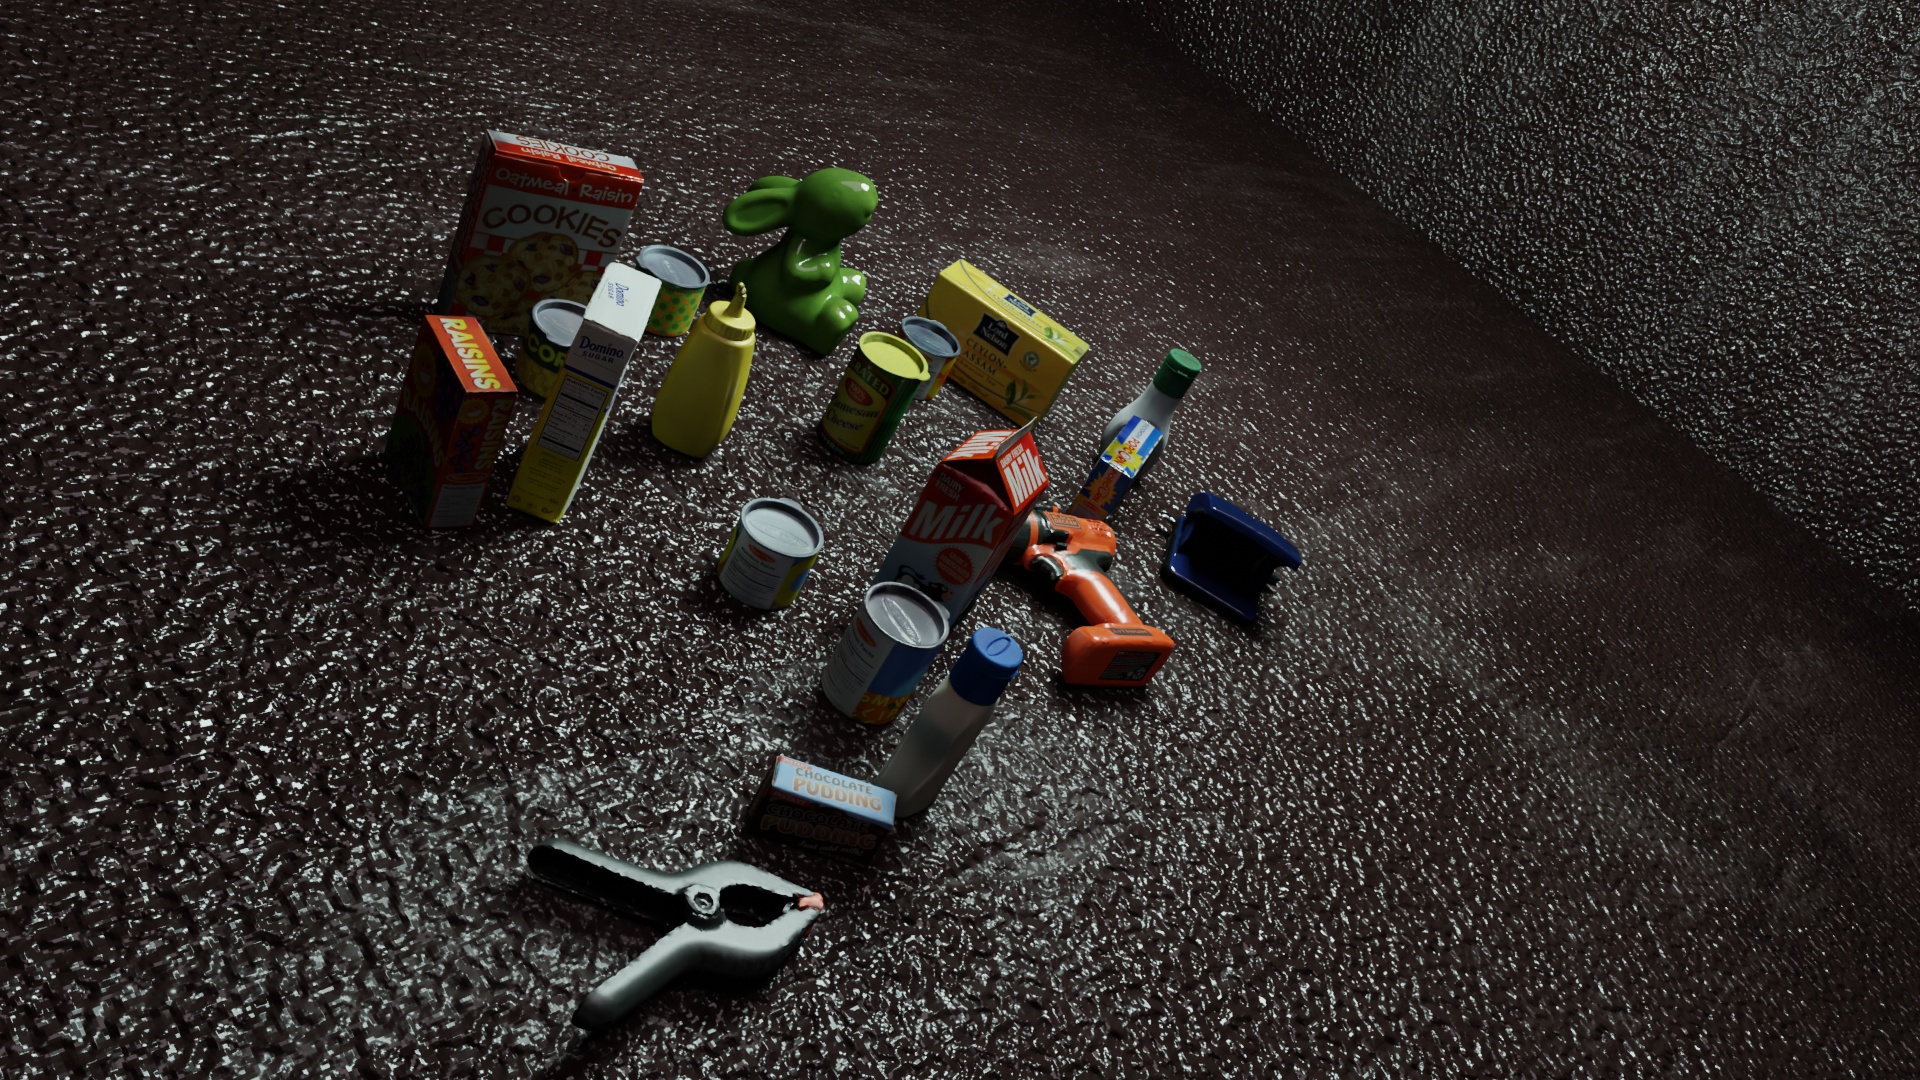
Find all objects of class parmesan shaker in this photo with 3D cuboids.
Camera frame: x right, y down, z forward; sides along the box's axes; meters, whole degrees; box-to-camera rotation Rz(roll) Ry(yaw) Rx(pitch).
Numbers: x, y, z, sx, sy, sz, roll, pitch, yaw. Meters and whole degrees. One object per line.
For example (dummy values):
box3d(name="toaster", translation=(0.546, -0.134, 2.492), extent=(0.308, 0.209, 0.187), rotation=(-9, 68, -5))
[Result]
box3d(name="parmesan shaker", translation=(-0.079, -0.126, 1.252), extent=(0.071, 0.102, 0.072), rotation=(21, 33, -15))

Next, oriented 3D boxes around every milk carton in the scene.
box3d(name="milk carton", translation=(0.004, -0.014, 1.084), extent=(0.073, 0.189, 0.073), rotation=(36, 32, 8))

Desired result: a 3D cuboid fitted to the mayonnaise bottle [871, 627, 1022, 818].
box3d(name="mayonnaise bottle", translation=(-0.007, 0.121, 0.931), extent=(0.041, 0.147, 0.065), rotation=(40, 33, 14))

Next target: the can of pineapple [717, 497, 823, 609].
box3d(name="can of pineapple", translation=(-0.144, 0.010, 1.057), extent=(0.071, 0.057, 0.071), rotation=(21, 33, -15))

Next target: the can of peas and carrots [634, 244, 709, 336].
box3d(name="can of peas and carrots", translation=(-0.274, -0.229, 1.278), extent=(0.071, 0.058, 0.071), rotation=(21, 33, -15))

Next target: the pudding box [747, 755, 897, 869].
box3d(name="pudding box", translation=(-0.088, 0.173, 0.886), extent=(0.084, 0.049, 0.030), rotation=(21, 33, -14))

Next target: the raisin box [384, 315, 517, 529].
box3d(name="raisin box", translation=(-0.351, -0.081, 0.954), extent=(0.040, 0.122, 0.086), rotation=(-4, 46, -42))

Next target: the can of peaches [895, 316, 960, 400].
box3d(name="can of peaches", translation=(-0.041, -0.184, 1.405), extent=(0.071, 0.057, 0.071), rotation=(21, 33, -15))

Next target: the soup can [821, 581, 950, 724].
box3d(name="soup can", translation=(-0.053, 0.082, 1.007), extent=(0.071, 0.083, 0.072), rotation=(21, 33, -15))

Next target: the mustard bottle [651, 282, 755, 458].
box3d(name="mustard bottle", translation=(-0.200, -0.142, 1.125), extent=(0.065, 0.159, 0.049), rotation=(27, 32, -7))

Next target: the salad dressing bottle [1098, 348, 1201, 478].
box3d(name="salad dressing bottle", translation=(0.197, -0.129, 1.436), extent=(0.064, 0.147, 0.044), rotation=(25, 32, -9))

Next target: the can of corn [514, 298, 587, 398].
box3d(name="can of corn", translation=(-0.325, -0.153, 1.134), extent=(0.071, 0.058, 0.071), rotation=(21, 33, -15))

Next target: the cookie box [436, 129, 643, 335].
box3d(name="cookie box", translation=(-0.346, -0.244, 1.140), extent=(0.123, 0.166, 0.040), rotation=(2, 42, -38))

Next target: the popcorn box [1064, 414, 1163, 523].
box3d(name="popcorn box", translation=(0.150, -0.062, 1.366), extent=(0.038, 0.084, 0.127), rotation=(34, 32, 5))
